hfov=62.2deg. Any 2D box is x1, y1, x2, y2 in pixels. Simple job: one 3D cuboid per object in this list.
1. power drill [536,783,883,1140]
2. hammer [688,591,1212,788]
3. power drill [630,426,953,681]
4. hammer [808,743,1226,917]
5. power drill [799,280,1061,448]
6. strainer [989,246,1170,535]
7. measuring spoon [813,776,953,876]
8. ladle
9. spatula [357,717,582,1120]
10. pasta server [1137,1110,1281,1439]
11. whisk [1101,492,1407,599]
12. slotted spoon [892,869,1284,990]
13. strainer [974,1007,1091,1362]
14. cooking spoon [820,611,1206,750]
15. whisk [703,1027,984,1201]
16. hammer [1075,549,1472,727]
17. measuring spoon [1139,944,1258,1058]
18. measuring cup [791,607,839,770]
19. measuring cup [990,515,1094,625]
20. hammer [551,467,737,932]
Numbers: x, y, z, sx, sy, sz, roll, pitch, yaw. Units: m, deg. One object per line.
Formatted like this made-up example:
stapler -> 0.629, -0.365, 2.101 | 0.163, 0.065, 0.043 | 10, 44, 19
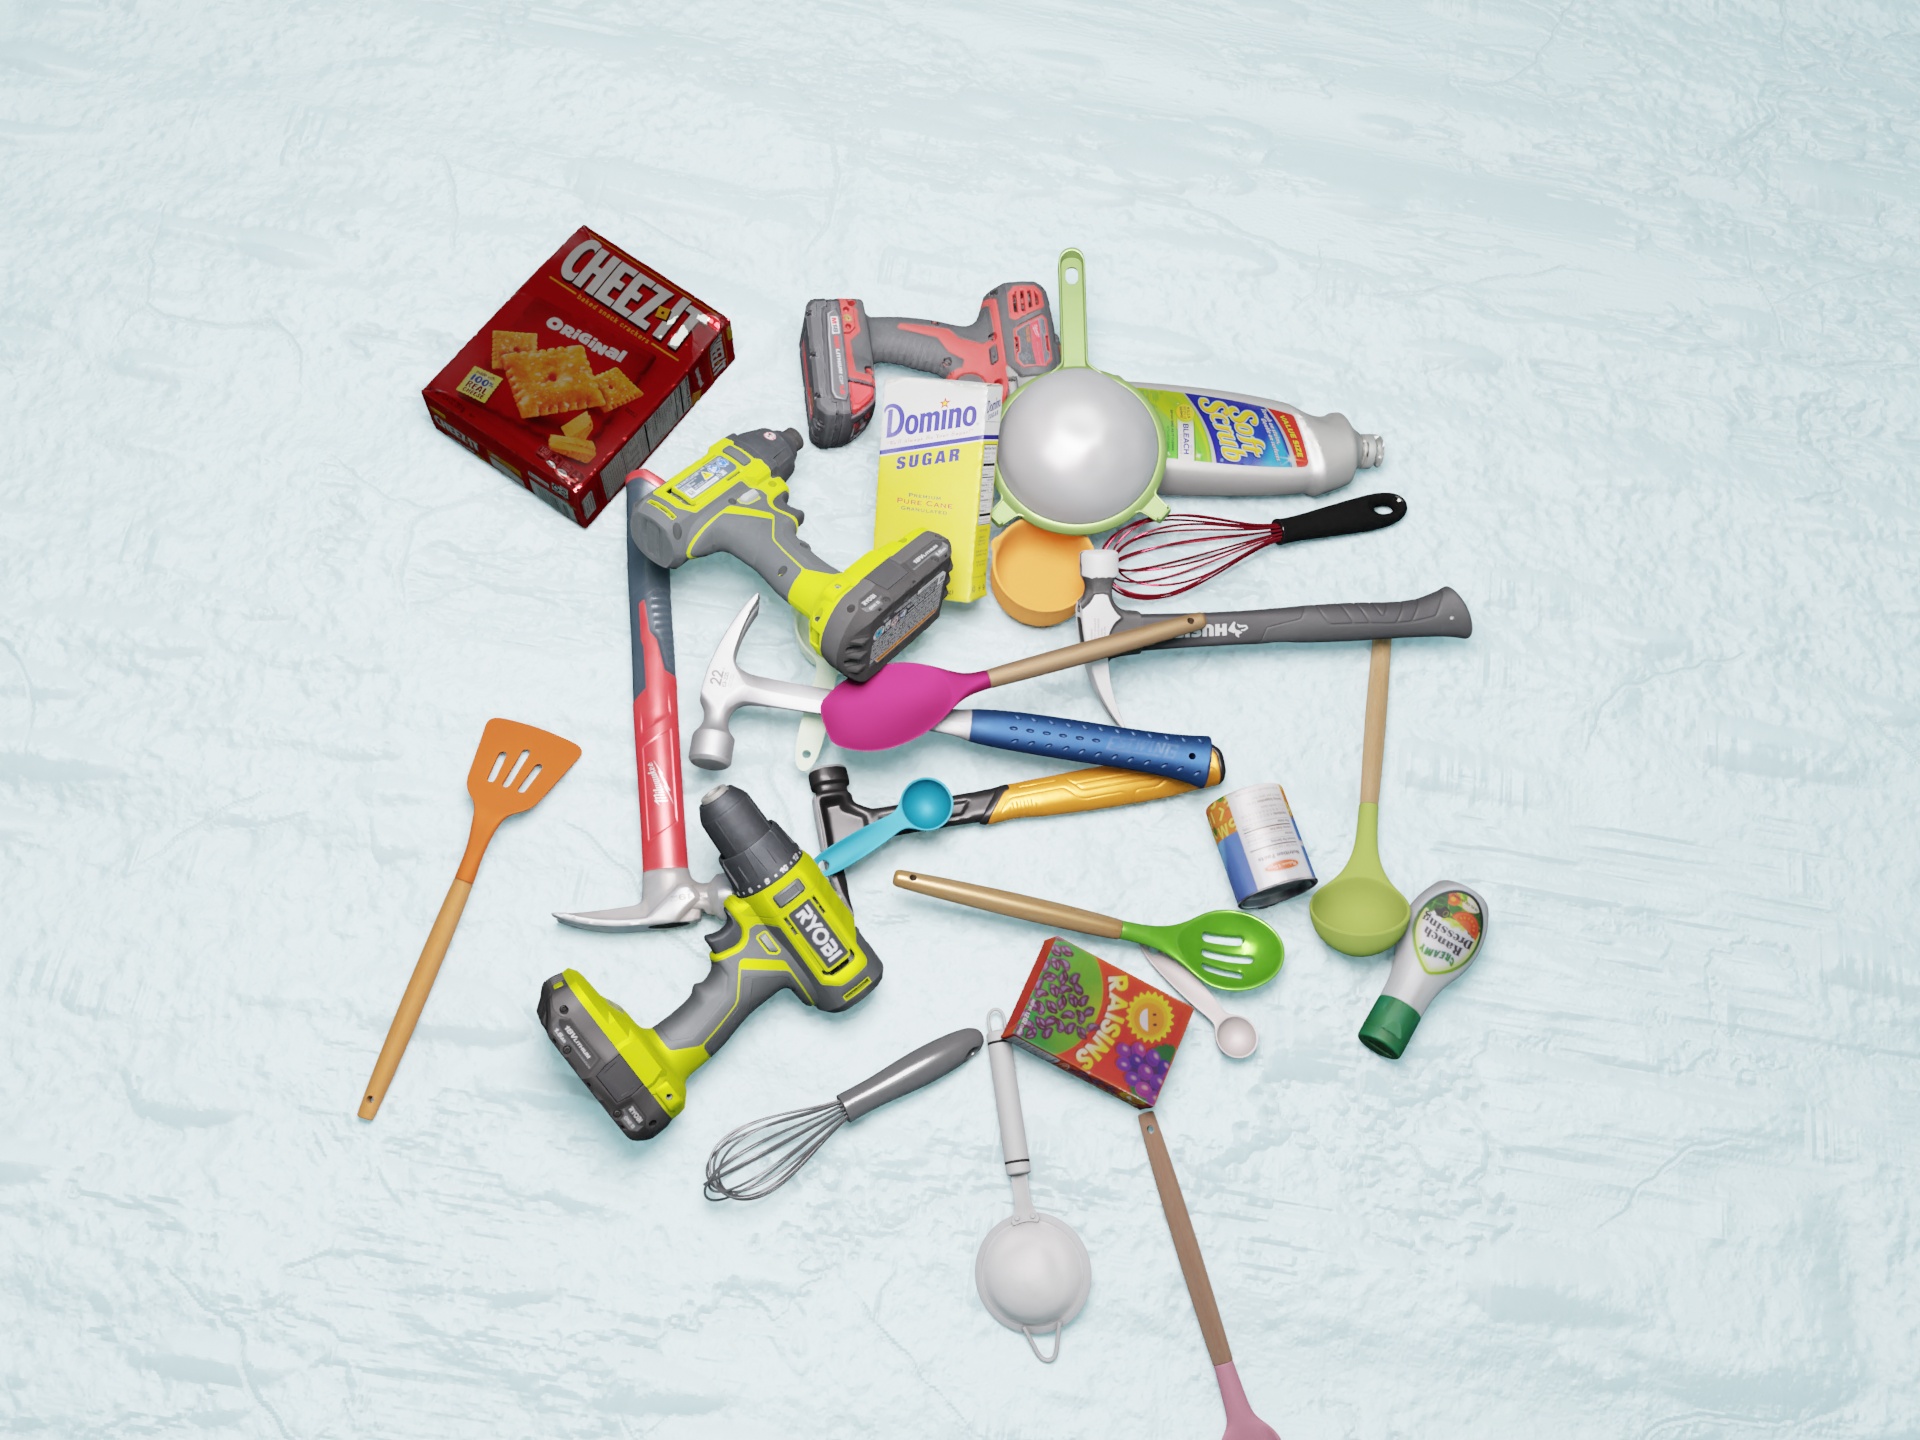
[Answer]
power drill -> -0.193, 0.177, 1.174 | 0.228, 0.080, 0.190 | -37, 104, -14
hammer -> -0.002, -0.004, 1.262 | 0.405, 0.035, 0.144 | 9, 71, -3
power drill -> -0.122, -0.144, 1.254 | 0.223, 0.080, 0.171 | 35, 54, 17
hammer -> 0.053, 0.071, 1.281 | 0.337, 0.034, 0.127 | -10, 72, -8
power drill -> -0.018, -0.283, 1.376 | 0.226, 0.080, 0.188 | -5, 79, -11
strainer -> 0.096, -0.284, 1.317 | 0.151, 0.069, 0.256 | -1, 78, 2
measuring spoon -> -0.064, 0.088, 1.241 | 0.128, 0.021, 0.042 | -30, 86, -6
ladle -> 0.338, 0.040, 1.307 | 0.078, 0.062, 0.320 | 4, 67, 16
spatula -> -0.389, 0.148, 1.223 | 0.081, 0.041, 0.323 | 19, 75, 1
pasta server -> 0.184, 0.443, 1.165 | 0.060, 0.040, 0.316 | -17, 72, 1
whisk -> 0.256, -0.159, 1.369 | 0.295, 0.073, 0.073 | -13, 73, -16
slotted spoon -> 0.100, 0.156, 1.243 | 0.313, 0.031, 0.070 | 13, 57, -7
strainer -> 0.042, 0.342, 1.187 | 0.087, 0.050, 0.259 | -11, 69, 6
cooking spoon -> 0.046, -0.039, 1.250 | 0.319, 0.017, 0.069 | -16, 69, -11
whisk -> -0.085, 0.292, 1.190 | 0.239, 0.055, 0.055 | -25, 75, -18
hammer -> 0.262, -0.073, 1.317 | 0.334, 0.035, 0.146 | -3, 101, -8
measuring spoon -> 0.185, 0.218, 1.256 | 0.034, 0.018, 0.124 | -36, 71, -21
measuring cup -> -0.109, -0.034, 1.302 | 0.083, 0.038, 0.168 | 13, 73, -1
measuring cup -> 0.084, -0.159, 1.353 | 0.095, 0.052, 0.174 | 22, 70, 4
hammer -> -0.262, -0.022, 1.283 | 0.143, 0.038, 0.387 | -5, 72, -5
